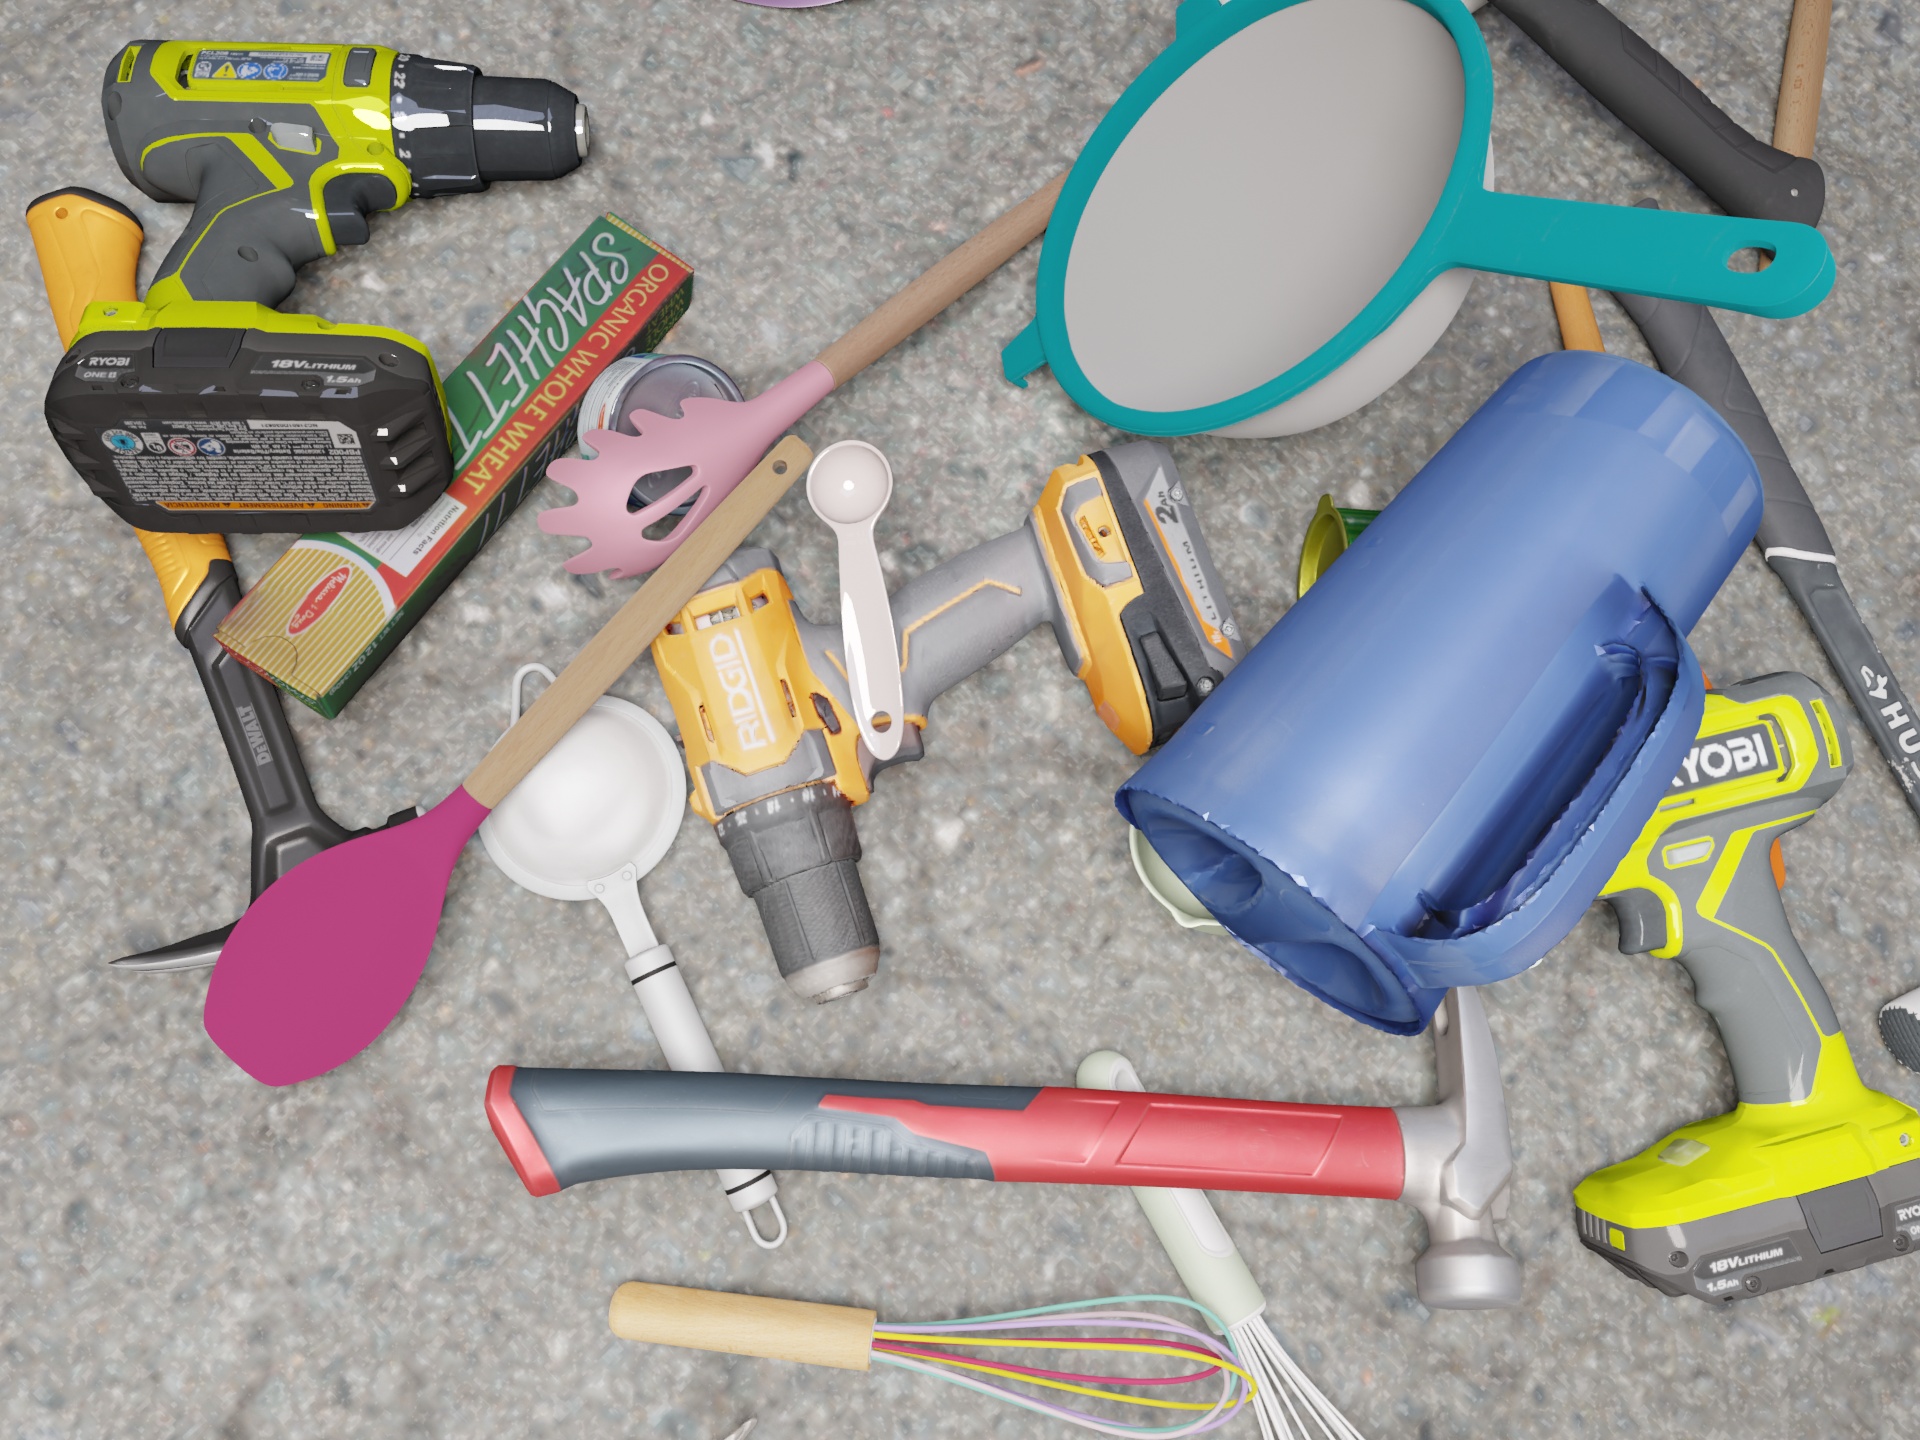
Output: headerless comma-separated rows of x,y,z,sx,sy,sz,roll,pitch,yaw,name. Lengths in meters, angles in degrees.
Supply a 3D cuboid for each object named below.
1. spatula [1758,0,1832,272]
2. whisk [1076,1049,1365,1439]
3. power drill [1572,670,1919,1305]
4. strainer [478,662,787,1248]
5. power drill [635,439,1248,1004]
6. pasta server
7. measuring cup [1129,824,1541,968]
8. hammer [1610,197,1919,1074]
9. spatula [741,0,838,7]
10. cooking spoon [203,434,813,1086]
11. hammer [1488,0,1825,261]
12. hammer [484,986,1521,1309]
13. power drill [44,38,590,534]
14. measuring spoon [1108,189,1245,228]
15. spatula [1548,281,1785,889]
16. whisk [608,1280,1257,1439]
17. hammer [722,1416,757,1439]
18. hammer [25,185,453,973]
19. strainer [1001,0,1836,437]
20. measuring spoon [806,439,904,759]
0.428,-0.358,0.790,0.082,0.044,0.318,15,77,-6,spatula
0.113,0.240,0.620,0.058,0.059,0.246,-15,71,-48,whisk
0.289,0.105,0.641,0.171,0.080,0.223,-13,83,-5,power drill
-0.126,0.089,0.633,0.087,0.050,0.258,-25,84,-5,strainer
-0.001,-0.002,0.647,0.226,0.084,0.185,-18,79,-5,power drill
-0.045,-0.162,0.680,0.316,0.040,0.060,-43,126,-26,pasta server
0.150,0.067,0.645,0.168,0.038,0.083,21,76,17,measuring cup
0.397,-0.058,0.722,0.149,0.036,0.409,-21,80,-11,hammer
0.038,-0.382,0.746,0.316,0.018,0.060,-10,78,3,spatula
-0.167,0.010,0.610,0.069,0.017,0.319,42,87,1,cooking spoon
0.260,-0.322,0.721,0.334,0.035,0.146,36,85,-9,hammer
0.021,0.141,0.604,0.386,0.038,0.143,5,63,-9,hammer
-0.251,-0.187,0.637,0.190,0.080,0.229,-1,57,-6,power drill
0.123,-0.245,0.748,0.117,0.011,0.021,-4,78,-7,measuring spoon
0.304,-0.075,0.724,0.081,0.041,0.323,-6,74,-5,spatula
-0.011,0.233,0.598,0.245,0.047,0.051,5,76,5,whisk
0.033,0.307,0.573,0.331,0.031,0.130,-10,77,4,hammer
-0.324,-0.066,0.651,0.127,0.034,0.337,-21,80,-11,hammer
0.179,-0.178,0.624,0.095,0.341,0.211,26,92,-44,strainer
-0.035,-0.046,0.614,0.034,0.018,0.124,-8,86,11,measuring spoon
